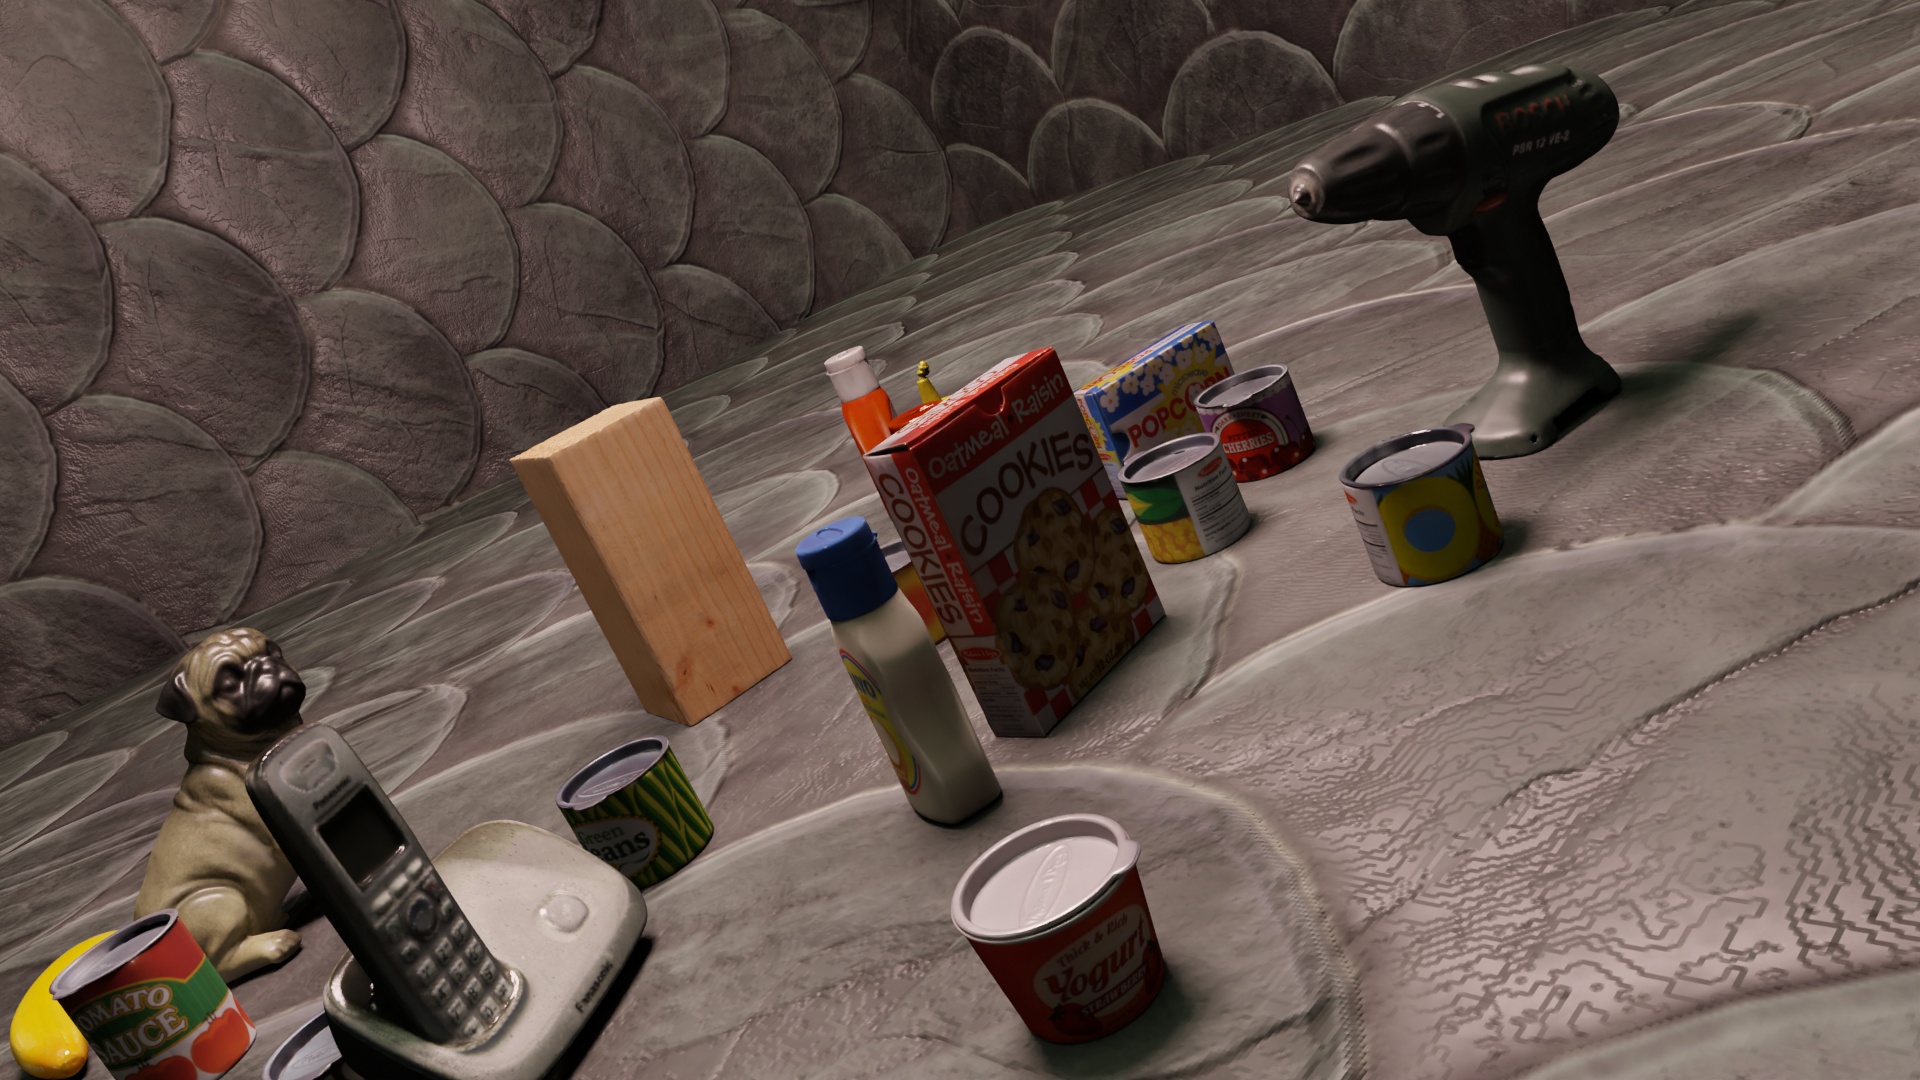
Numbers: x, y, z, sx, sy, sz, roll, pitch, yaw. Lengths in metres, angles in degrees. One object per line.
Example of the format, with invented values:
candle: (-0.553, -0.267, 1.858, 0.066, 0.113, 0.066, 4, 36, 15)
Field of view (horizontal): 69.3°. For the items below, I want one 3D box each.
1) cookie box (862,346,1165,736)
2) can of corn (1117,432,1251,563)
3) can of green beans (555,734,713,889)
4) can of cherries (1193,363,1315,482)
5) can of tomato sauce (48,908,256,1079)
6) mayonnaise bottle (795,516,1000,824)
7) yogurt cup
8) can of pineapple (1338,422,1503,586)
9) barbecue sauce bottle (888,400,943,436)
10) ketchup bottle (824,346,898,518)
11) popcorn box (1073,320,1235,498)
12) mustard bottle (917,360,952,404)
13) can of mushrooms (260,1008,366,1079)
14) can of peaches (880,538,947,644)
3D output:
cookie box: (0.034, -0.001, 0.727, 0.040, 0.167, 0.123, -8, 23, 46)
can of corn: (0.137, -0.026, 0.856, 0.071, 0.058, 0.071, -22, 16, 7)
can of green beans: (-0.176, 0.148, 0.755, 0.071, 0.057, 0.071, -22, 16, 7)
can of cherries: (0.197, -0.078, 0.933, 0.071, 0.058, 0.072, -22, 16, 7)
can of tomato sauce: (-0.431, 0.253, 0.743, 0.071, 0.083, 0.071, -23, 16, 7)
mayonnaise bottle: (-0.031, 0.061, 0.660, 0.041, 0.147, 0.065, -30, 17, -19)
yogurt cup: (0.037, 0.138, 0.490, 0.072, 0.053, 0.072, -22, 16, 7)
can of pineapple: (0.232, -0.018, 0.695, 0.071, 0.057, 0.071, -22, 16, 7)
barbecue sauce bottle: (0.003, -0.010, 0.835, 0.065, 0.148, 0.044, -28, 16, -12)
ketchup bottle: (-0.071, -0.093, 1.201, 0.043, 0.148, 0.065, -23, 16, 7)
popcorn box: (0.147, -0.096, 1.013, 0.127, 0.085, 0.038, -32, 18, -26)
mustard bottle: (0.001, -0.044, 0.921, 0.065, 0.160, 0.049, -14, 19, 34)
can of mushrooms: (-0.290, 0.245, 0.653, 0.071, 0.033, 0.071, -22, 16, 7)
can of peaches: (-0.036, 0.036, 0.907, 0.071, 0.058, 0.071, -22, 16, 7)
